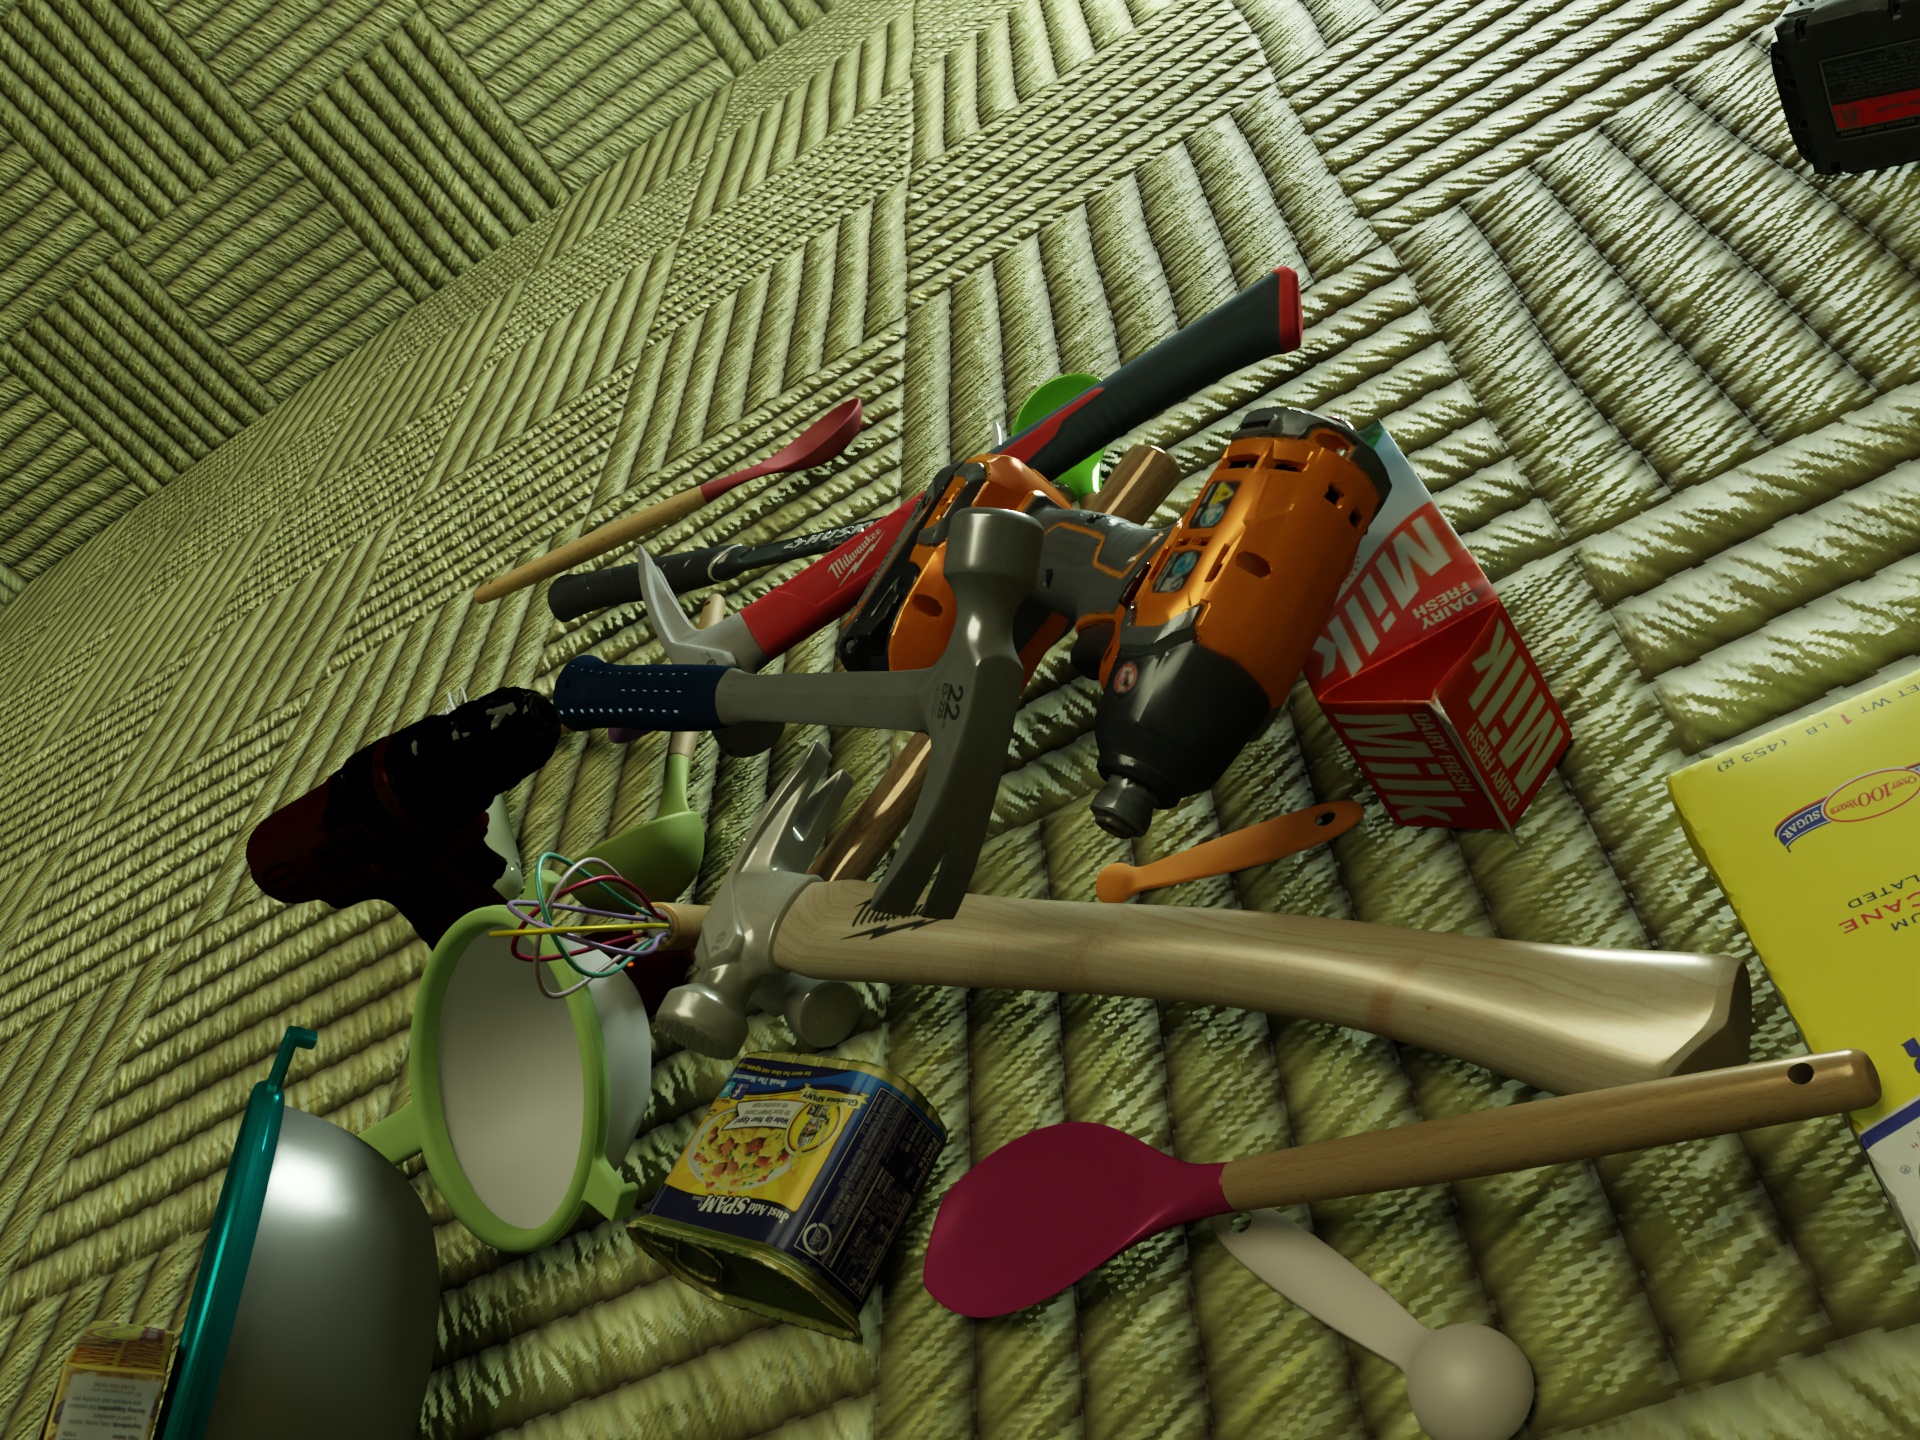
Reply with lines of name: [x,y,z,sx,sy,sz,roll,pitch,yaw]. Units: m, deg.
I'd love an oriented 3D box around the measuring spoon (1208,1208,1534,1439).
measuring spoon: [0.111,0.167,0.464,0.034,0.018,0.124,-48,31,-13]

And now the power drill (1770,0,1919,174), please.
power drill: [0.462,-0.341,0.699,0.143,0.078,0.220,7,51,49]

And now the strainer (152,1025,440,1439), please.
strainer: [-0.258,0.302,0.596,0.211,0.095,0.341,-58,28,36]

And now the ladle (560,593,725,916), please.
ladle: [-0.171,0.001,0.940,0.078,0.062,0.320,-29,30,18]

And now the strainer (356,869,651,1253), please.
strainer: [-0.218,0.179,0.753,0.256,0.069,0.152,-32,68,39]

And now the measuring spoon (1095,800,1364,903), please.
measuring spoon: [0.103,0.050,0.629,0.117,0.011,0.021,-21,36,28]

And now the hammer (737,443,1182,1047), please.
hammer: [-0.001,-0.002,0.764,0.331,0.031,0.130,-53,33,-12]

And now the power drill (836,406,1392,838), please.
power drill: [0.045,-0.036,0.628,0.226,0.084,0.164,6,62,56]

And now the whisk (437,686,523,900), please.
whisk: [-0.314,0.046,1.043,0.059,0.057,0.247,-16,32,-15]

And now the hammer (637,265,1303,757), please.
hammer: [0.010,-0.136,0.851,0.386,0.038,0.143,-33,56,-2]

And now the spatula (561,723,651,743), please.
spatula: [-0.227,-0.002,0.983,0.060,0.018,0.316,-49,21,-24]

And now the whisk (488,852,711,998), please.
whisk: [-0.140,0.087,0.680,0.047,0.051,0.245,-32,-9,1]

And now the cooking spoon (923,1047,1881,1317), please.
cooking spoon: [0.103,0.136,0.476,0.319,0.017,0.069,-25,34,39]

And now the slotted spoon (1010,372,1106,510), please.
slotted spoon: [0.073,-0.100,0.841,0.070,0.031,0.314,-30,34,16]

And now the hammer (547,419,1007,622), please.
hammer: [-0.135,-0.110,1.036,0.409,0.036,0.149,-6,37,40]

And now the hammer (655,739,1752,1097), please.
hammer: [0.062,0.076,0.578,0.411,0.038,0.146,0,52,39]

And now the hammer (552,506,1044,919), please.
hammer: [-0.099,-0.005,0.708,0.406,0.035,0.144,2,81,57]

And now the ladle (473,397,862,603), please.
ladle: [-0.210,-0.153,1.153,0.315,0.031,0.069,-24,23,3]
